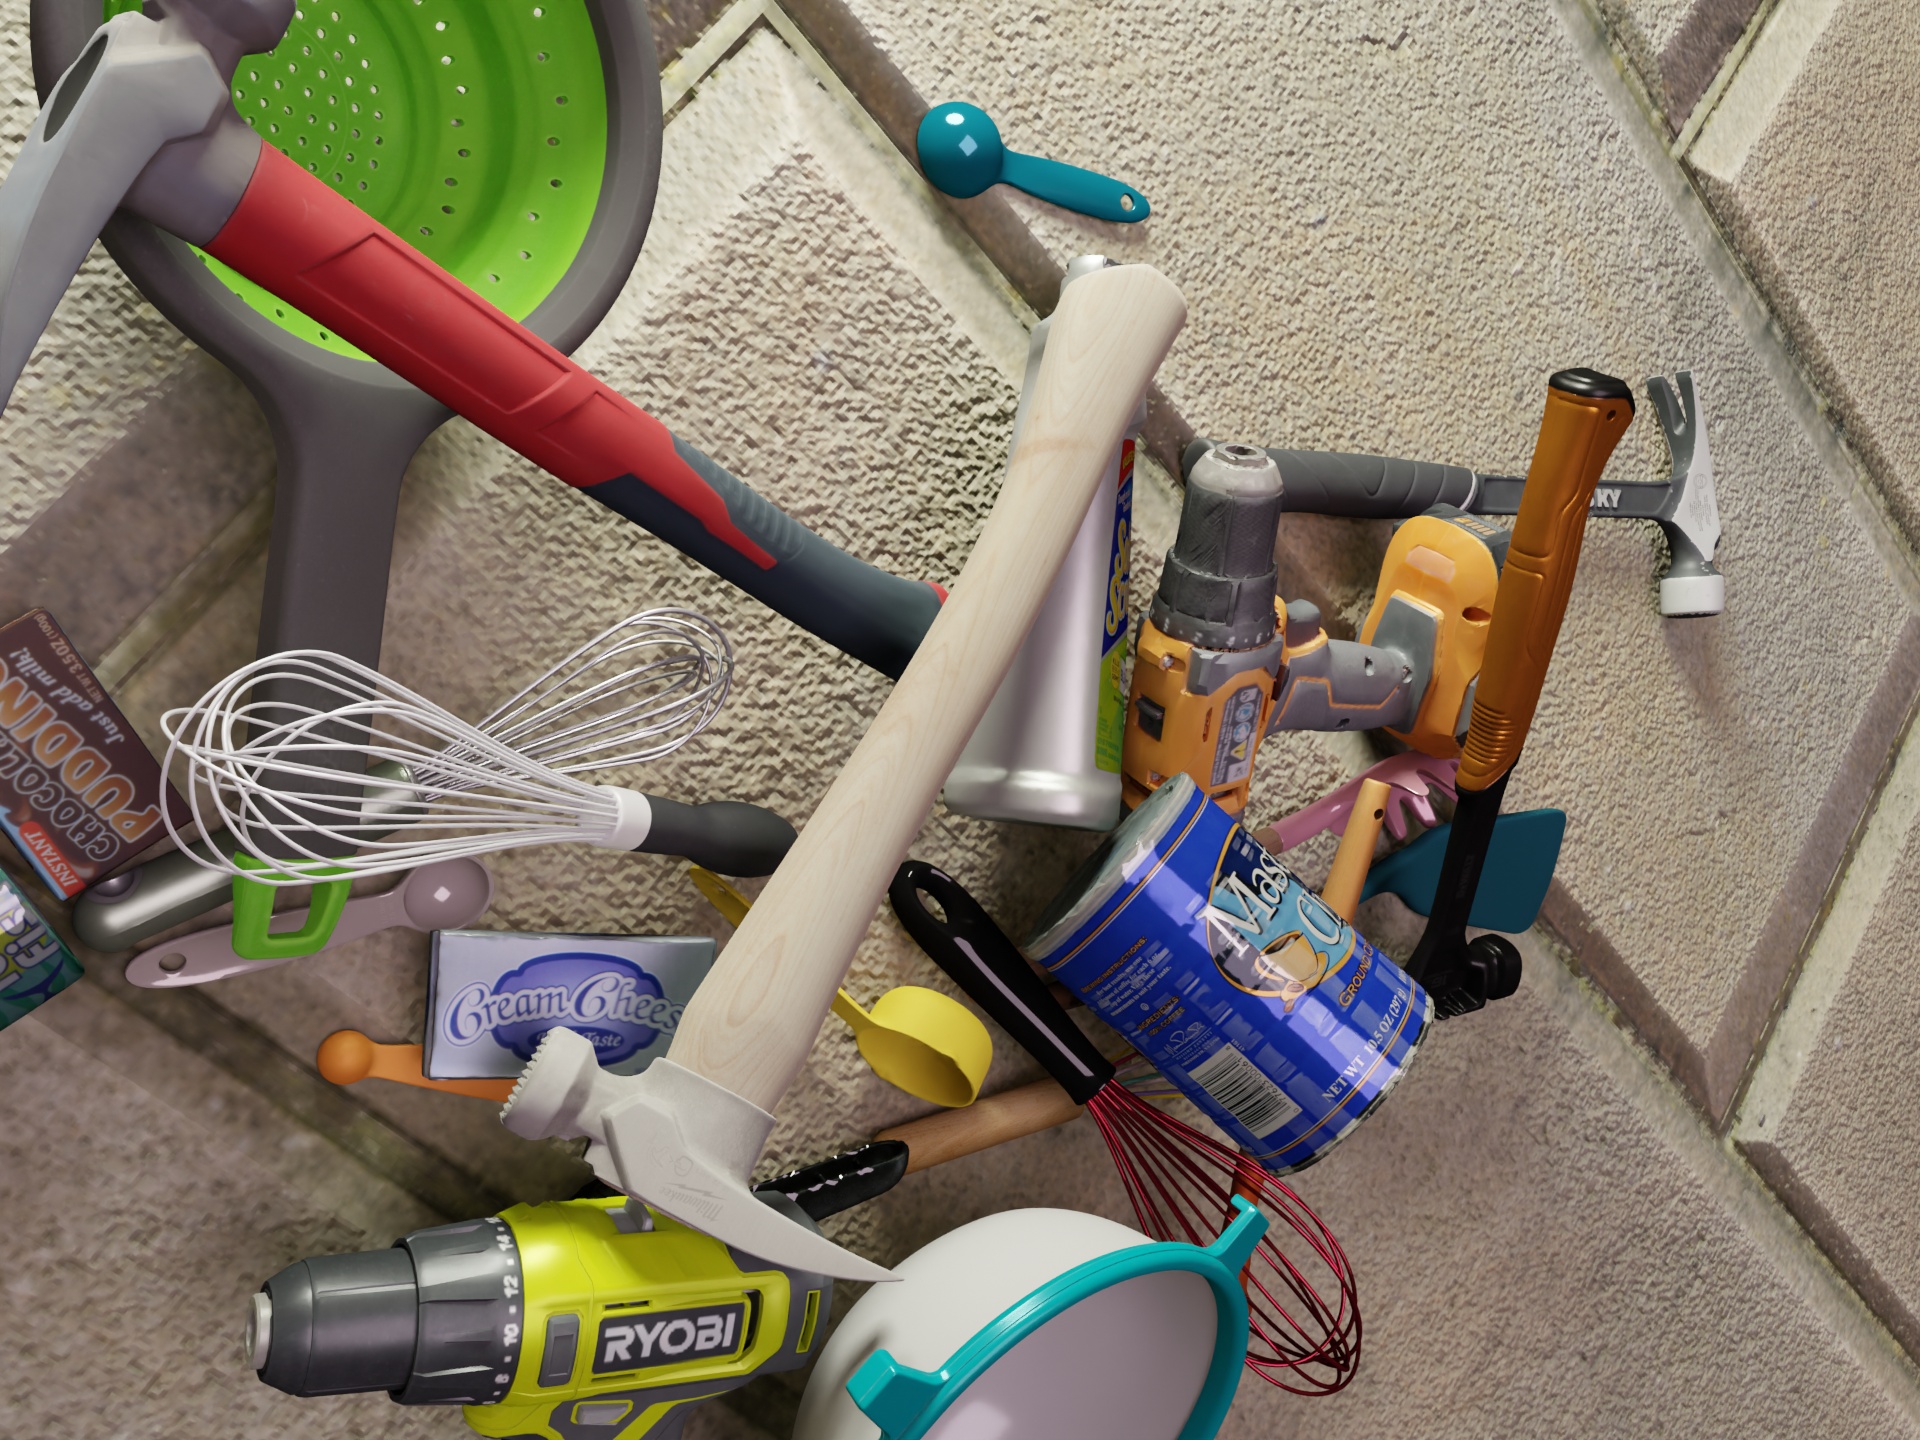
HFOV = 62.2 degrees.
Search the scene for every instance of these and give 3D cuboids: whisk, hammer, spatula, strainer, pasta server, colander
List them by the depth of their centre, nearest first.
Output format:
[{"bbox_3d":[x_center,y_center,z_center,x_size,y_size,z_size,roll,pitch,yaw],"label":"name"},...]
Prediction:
[{"bbox_3d":[-0.218,-0.124,0.524,0.204,0.094,0.397,3,97,-50],"label":"colander"},{"bbox_3d":[-0.123,-0.077,0.544,0.385,0.038,0.143,33,76,-49],"label":"hammer"},{"bbox_3d":[-0.140,0.029,0.545,0.284,0.070,0.070,18,80,-59],"label":"whisk"},{"bbox_3d":[-0.190,0.021,0.574,0.246,0.058,0.059,-26,124,-24],"label":"whisk"},{"bbox_3d":[-0.001,-0.002,0.600,0.146,0.038,0.411,31,71,-9],"label":"hammer"},{"bbox_3d":[-0.004,0.326,0.657,0.211,0.095,0.340,-9,122,-37],"label":"strainer"},{"bbox_3d":[0.072,0.173,0.689,0.073,0.073,0.296,-41,89,-25],"label":"whisk"},{"bbox_3d":[0.072,0.172,0.741,0.245,0.051,0.047,-10,102,-28],"label":"whisk"},{"bbox_3d":[0.138,0.180,0.744,0.081,0.041,0.322,16,93,-29],"label":"spatula"},{"bbox_3d":[0.250,0.002,0.755,0.127,0.034,0.336,-9,119,-29],"label":"hammer"},{"bbox_3d":[0.138,0.075,0.783,0.316,0.060,0.040,-22,70,-27],"label":"pasta server"},{"bbox_3d":[0.177,0.103,0.804,0.317,0.044,0.082,-13,125,-29],"label":"spatula"},{"bbox_3d":[0.288,-0.130,0.877,0.408,0.036,0.149,-3,91,-32],"label":"hammer"}]

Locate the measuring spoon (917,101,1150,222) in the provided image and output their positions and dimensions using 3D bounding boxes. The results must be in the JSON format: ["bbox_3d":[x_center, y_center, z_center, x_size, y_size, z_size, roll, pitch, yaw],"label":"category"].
[{"bbox_3d":[0.040,-0.251,0.727,0.128,0.021,0.042,6,88,-31],"label":"measuring spoon"}]

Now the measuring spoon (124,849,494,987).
[{"bbox_3d":[-0.231,0.070,0.568,0.124,0.018,0.034,-14,120,-25],"label":"measuring spoon"}]

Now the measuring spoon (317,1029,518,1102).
[{"bbox_3d":[-0.177,0.131,0.590,0.116,0.011,0.021,12,83,-21],"label":"measuring spoon"}]

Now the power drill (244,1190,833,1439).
[{"bbox_3d":[-0.154,0.276,0.551,0.190,0.080,0.228,6,99,-32],"label":"power drill"}]

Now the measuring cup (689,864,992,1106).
[{"bbox_3d":[-0.048,0.104,0.666,0.156,0.062,0.029,44,54,-13],"label":"measuring cup"}]

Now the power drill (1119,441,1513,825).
[{"bbox_3d":[0.178,-0.048,0.754,0.226,0.084,0.185,-13,122,-30],"label":"power drill"}]
